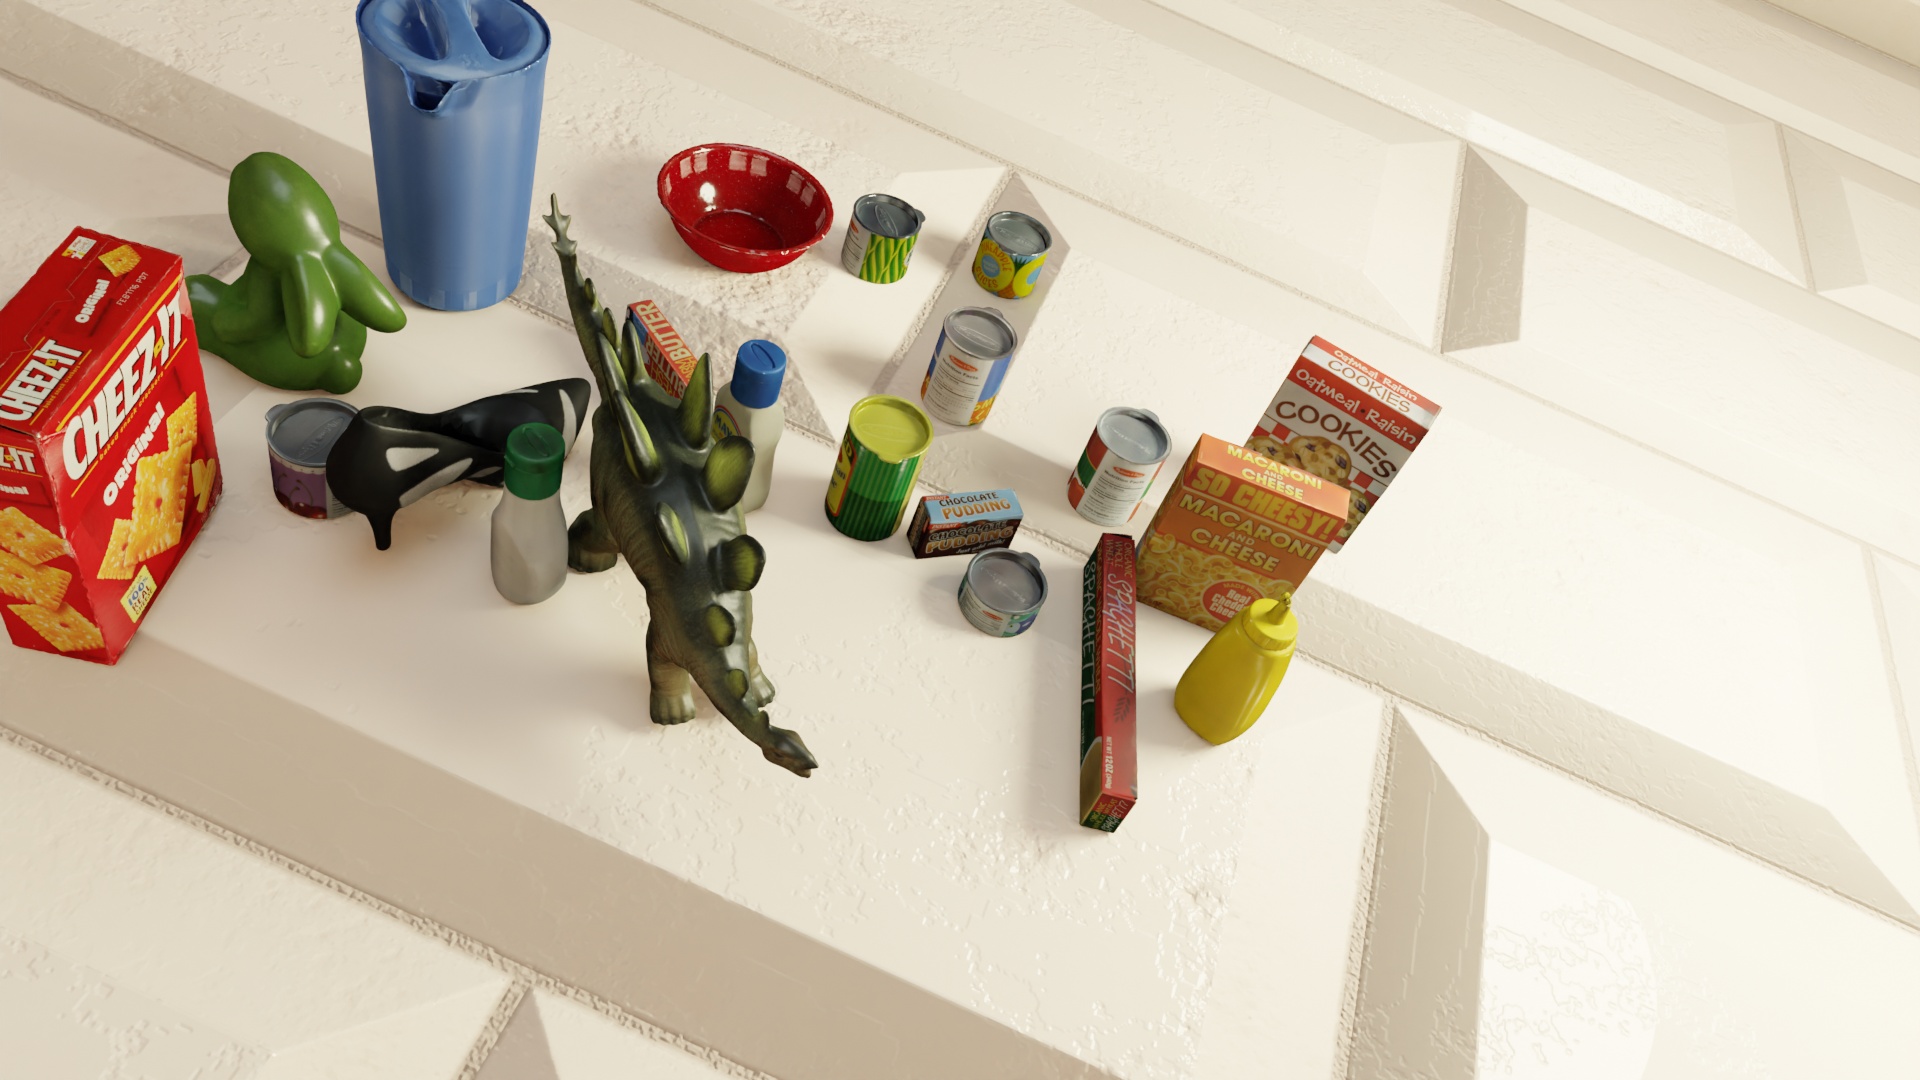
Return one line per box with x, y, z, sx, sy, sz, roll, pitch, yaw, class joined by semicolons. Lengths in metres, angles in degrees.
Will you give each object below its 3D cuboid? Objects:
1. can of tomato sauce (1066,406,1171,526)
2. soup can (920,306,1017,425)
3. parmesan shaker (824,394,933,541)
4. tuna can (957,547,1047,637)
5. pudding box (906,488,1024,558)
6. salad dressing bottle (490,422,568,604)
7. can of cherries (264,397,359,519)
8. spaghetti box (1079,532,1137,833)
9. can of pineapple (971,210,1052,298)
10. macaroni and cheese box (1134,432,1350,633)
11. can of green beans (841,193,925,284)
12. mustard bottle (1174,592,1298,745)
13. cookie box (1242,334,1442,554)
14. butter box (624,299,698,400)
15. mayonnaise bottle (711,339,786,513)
0.134;-0.064;1.183;0.071;0.082;0.071;10;48;-12;can of tomato sauce
0.008;-0.153;1.214;0.071;0.083;0.072;10;48;-12;soup can
-0.066;-0.053;1.087;0.071;0.102;0.072;10;48;-12;parmesan shaker
0.034;0.040;1.091;0.071;0.032;0.071;10;48;-12;tuna can
0.004;-0.014;1.115;0.084;0.049;0.030;-5;53;-24;pudding box
-0.291;-0.017;0.941;0.044;0.146;0.064;-26;64;-36;salad dressing bottle
-0.453;-0.059;0.979;0.071;0.058;0.072;10;48;-12;can of cherries
0.113;0.100;1.056;0.029;0.049;0.251;14;47;-9;spaghetti box
0.048;-0.278;1.355;0.071;0.057;0.071;10;48;-12;can of pineapple
0.213;0.002;1.098;0.124;0.165;0.040;22;47;-2;macaroni and cheese box
-0.075;-0.285;1.316;0.071;0.057;0.071;10;48;-12;can of green beans
0.213;0.088;1.028;0.065;0.159;0.049;44;50;18;mustard bottle
0.319;-0.082;1.210;0.123;0.166;0.040;32;47;9;cookie box
-0.241;-0.144;1.135;0.024;0.052;0.104;-22;61;-34;butter box
-0.162;-0.087;1.050;0.041;0.147;0.065;-24;62;-35;mayonnaise bottle
